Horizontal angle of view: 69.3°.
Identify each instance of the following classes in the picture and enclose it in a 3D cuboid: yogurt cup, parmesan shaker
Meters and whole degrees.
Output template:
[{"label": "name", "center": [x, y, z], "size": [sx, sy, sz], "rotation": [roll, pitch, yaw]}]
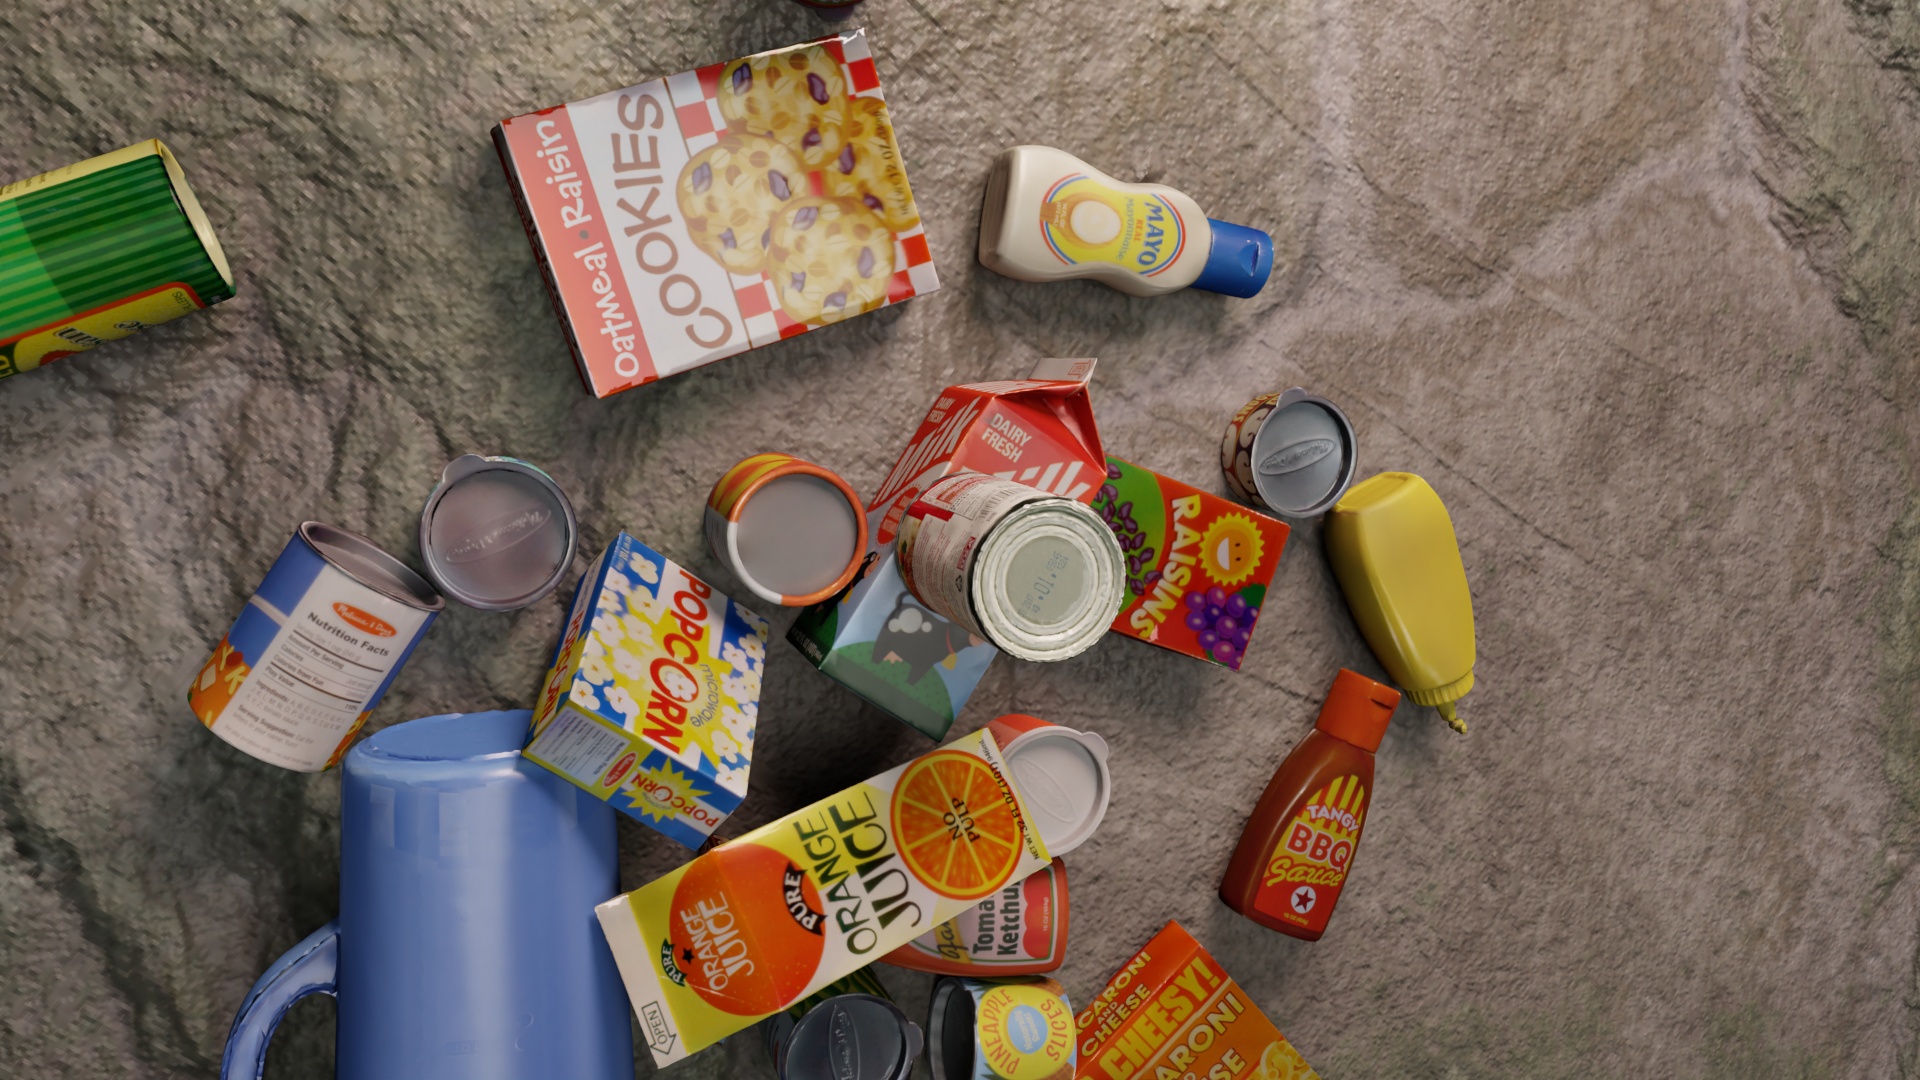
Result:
[{"label": "yogurt cup", "center": [0.035, 0.122, 0.710], "size": [0.072, 0.054, 0.072], "rotation": [-3, 99, -20]}, {"label": "parmesan shaker", "center": [-0.343, -0.105, 0.529], "size": [0.103, 0.071, 0.071], "rotation": [-25, 106, -15]}]

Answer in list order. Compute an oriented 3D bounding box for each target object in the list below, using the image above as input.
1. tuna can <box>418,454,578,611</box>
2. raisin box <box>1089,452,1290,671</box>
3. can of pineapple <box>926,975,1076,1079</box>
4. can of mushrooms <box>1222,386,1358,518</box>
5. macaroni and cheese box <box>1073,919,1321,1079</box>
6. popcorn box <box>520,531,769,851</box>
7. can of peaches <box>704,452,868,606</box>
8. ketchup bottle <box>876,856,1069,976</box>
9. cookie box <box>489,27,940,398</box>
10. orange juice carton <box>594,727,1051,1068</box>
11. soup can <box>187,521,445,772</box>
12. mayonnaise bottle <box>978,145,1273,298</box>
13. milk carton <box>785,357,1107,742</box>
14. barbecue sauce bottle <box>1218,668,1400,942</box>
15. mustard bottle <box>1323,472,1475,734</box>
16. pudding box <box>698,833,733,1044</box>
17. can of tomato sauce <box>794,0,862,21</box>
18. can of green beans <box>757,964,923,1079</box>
[{"label": "tuna can", "center": [-0.206, -0.006, 0.614], "size": [0.071, 0.033, 0.071], "rotation": [-3, 99, -20]}, {"label": "raisin box", "center": [0.101, 0.010, 0.727], "size": [0.123, 0.040, 0.086], "rotation": [19, 90, -20]}, {"label": "can of pineapple", "center": [0.021, 0.258, 0.717], "size": [0.058, 0.071, 0.071], "rotation": [6, 96, -22]}, {"label": "can of mushrooms", "center": [0.177, -0.049, 0.749], "size": [0.071, 0.033, 0.071], "rotation": [-3, 99, -19]}, {"label": "macaroni and cheese box", "center": [0.129, 0.314, 0.781], "size": [0.124, 0.040, 0.166], "rotation": [-43, 110, -9]}, {"label": "popcorn box", "center": [-0.132, 0.061, 0.602], "size": [0.085, 0.127, 0.038], "rotation": [36, 114, -22]}, {"label": "can of peaches", "center": [-0.080, -0.008, 0.647], "size": [0.071, 0.058, 0.071], "rotation": [-3, 99, -19]}, {"label": "ketchup bottle", "center": [-0.020, 0.189, 0.705], "size": [0.149, 0.043, 0.065], "rotation": [5, 82, -20]}, {"label": "cookie box", "center": [-0.107, -0.148, 0.627], "size": [0.168, 0.040, 0.122], "rotation": [-21, 104, -17]}, {"label": "orange juice carton", "center": [-0.062, 0.156, 0.617], "size": [0.193, 0.072, 0.072], "rotation": [-19, 77, -36]}, {"label": "soup can", "center": [-0.269, 0.043, 0.581], "size": [0.071, 0.071, 0.084], "rotation": [34, 90, -21]}, {"label": "mayonnaise bottle", "center": [0.085, -0.153, 0.696], "size": [0.148, 0.041, 0.064], "rotation": [8, 94, -20]}, {"label": "milk carton", "center": [0.002, -0.008, 0.670], "size": [0.073, 0.072, 0.190], "rotation": [34, 85, -21]}, {"label": "barbecue sauce bottle", "center": [0.201, 0.146, 0.781], "size": [0.065, 0.043, 0.148], "rotation": [24, 89, -21]}, {"label": "mustard bottle", "center": [0.255, 0.042, 0.783], "size": [0.065, 0.049, 0.159], "rotation": [-27, 107, -14]}, {"label": "pudding box", "center": [-0.118, 0.190, 0.666], "size": [0.030, 0.050, 0.083], "rotation": [19, 91, -23]}, {"label": "can of tomato sauce", "center": [-0.050, -0.273, 0.606], "size": [0.071, 0.083, 0.071], "rotation": [-3, 99, -20]}, {"label": "can of green beans", "center": [-0.063, 0.243, 0.689], "size": [0.071, 0.058, 0.071], "rotation": [-3, 99, -20]}]
